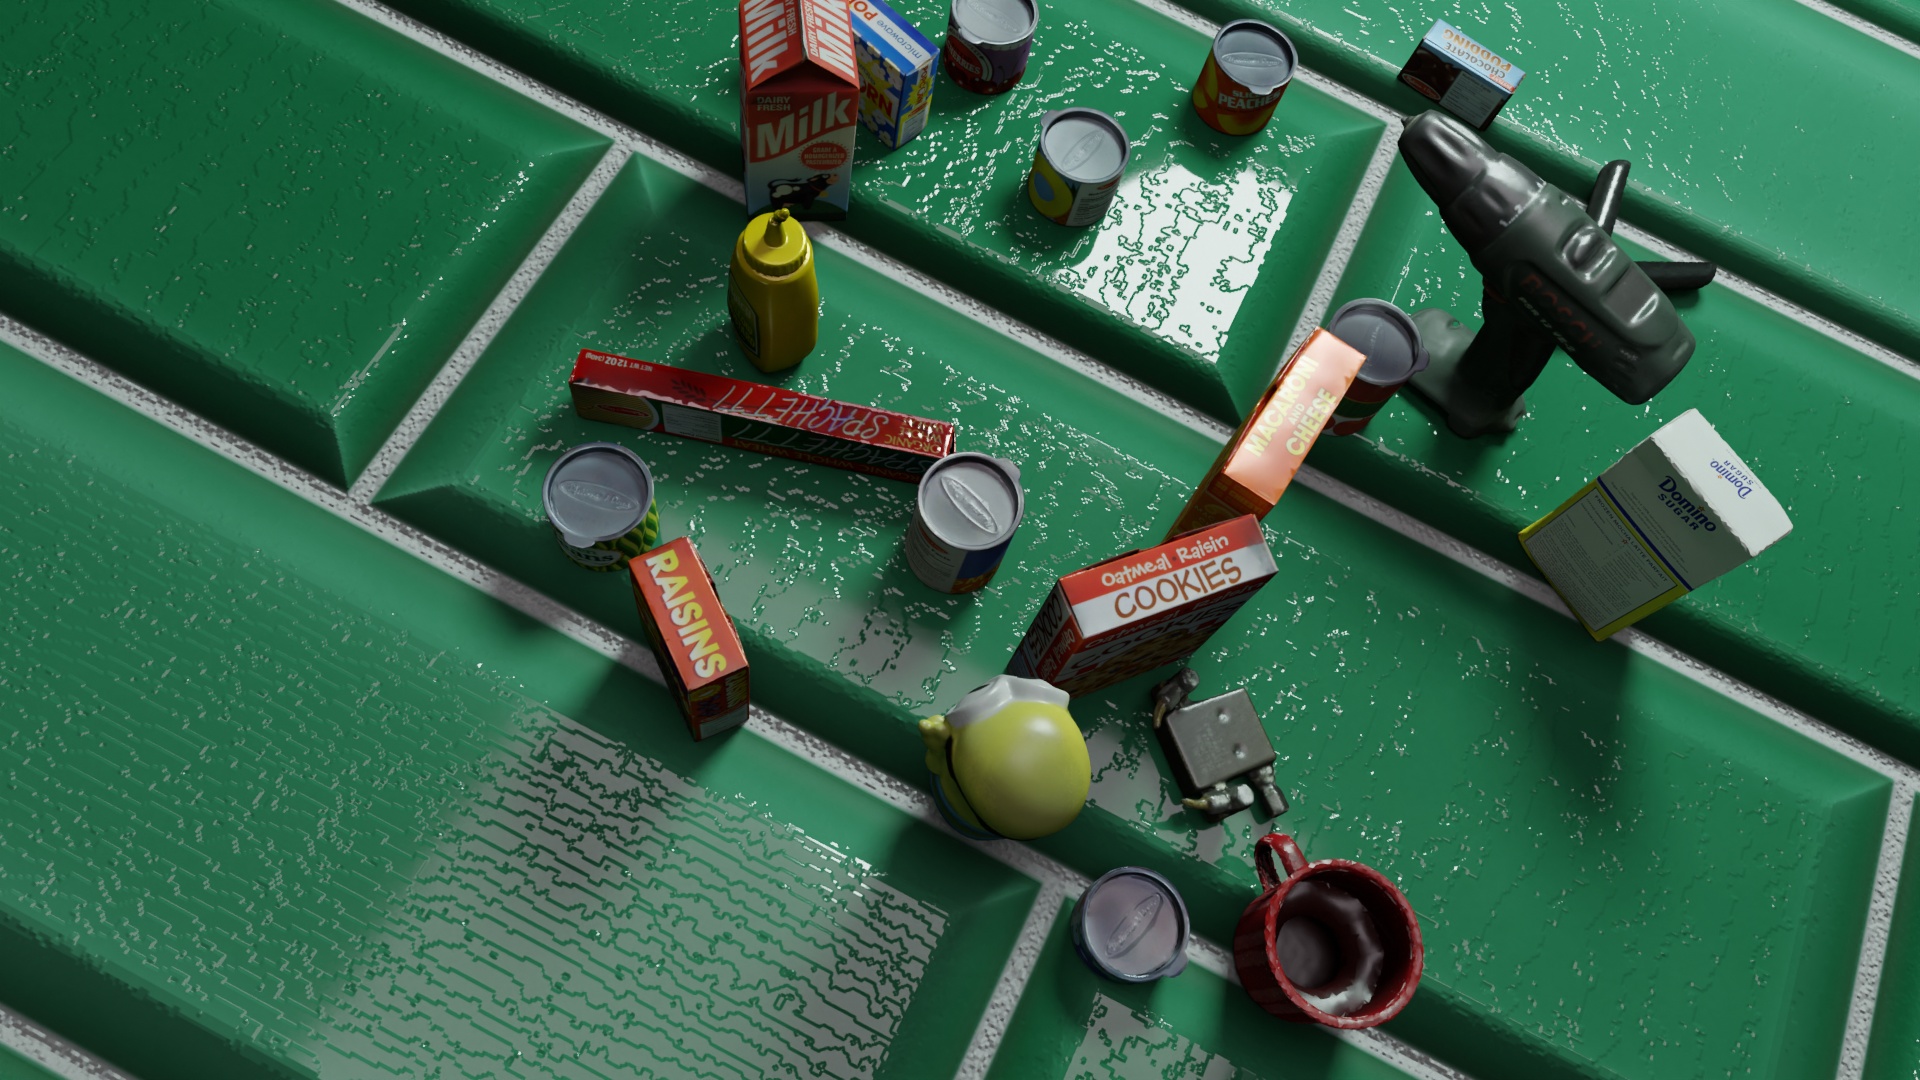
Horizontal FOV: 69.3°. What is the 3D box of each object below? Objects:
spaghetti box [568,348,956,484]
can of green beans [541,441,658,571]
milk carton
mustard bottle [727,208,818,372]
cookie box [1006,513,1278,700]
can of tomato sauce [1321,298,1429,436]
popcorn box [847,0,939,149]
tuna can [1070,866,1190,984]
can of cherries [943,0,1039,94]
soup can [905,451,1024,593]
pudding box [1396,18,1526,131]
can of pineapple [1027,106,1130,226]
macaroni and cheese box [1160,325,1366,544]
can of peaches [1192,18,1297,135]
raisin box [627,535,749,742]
[{"bbox_3d":[-0.127,-0.078,0.910,0.250,0.050,0.029,11,67,-4],"label":"spaghetti box"},{"bbox_3d":[-0.224,-0.020,0.868,0.071,0.057,0.071,3,68,-7],"label":"can of green beans"},{"bbox_3d":[-0.109,-0.294,0.924,0.073,0.189,0.072,-4,69,-10],"label":"milk carton"},{"bbox_3d":[-0.120,-0.167,0.887,0.049,0.159,0.065,-27,75,-17],"label":"mustard bottle"},{"bbox_3d":[0.103,0.047,0.831,0.123,0.166,0.040,-18,72,-15],"label":"cookie box"},{"bbox_3d":[0.275,-0.119,0.969,0.071,0.082,0.071,3,68,-7],"label":"can of tomato sauce"},{"bbox_3d":[-0.076,-0.357,1.012,0.127,0.085,0.038,43,69,9],"label":"popcorn box"},{"bbox_3d":[0.103,0.232,0.829,0.071,0.032,0.071,3,68,-7],"label":"tuna can"},{"bbox_3d":[0.020,-0.380,1.050,0.071,0.058,0.072,3,68,-7],"label":"can of cherries"},{"bbox_3d":[0.003,-0.011,0.884,0.071,0.083,0.071,3,68,-7],"label":"soup can"},{"bbox_3d":[0.398,-0.371,1.107,0.084,0.049,0.030,35,68,6],"label":"pudding box"},{"bbox_3d":[0.085,-0.274,1.017,0.071,0.057,0.071,3,68,-7],"label":"can of pineapple"},{"bbox_3d":[0.182,-0.045,0.880,0.040,0.165,0.124,34,68,6],"label":"macaroni and cheese box"},{"bbox_3d":[0.218,-0.353,1.068,0.071,0.058,0.071,3,68,-7],"label":"can of peaches"},{"bbox_3d":[-0.156,0.060,0.810,0.040,0.123,0.086,-23,74,-16],"label":"raisin box"}]
